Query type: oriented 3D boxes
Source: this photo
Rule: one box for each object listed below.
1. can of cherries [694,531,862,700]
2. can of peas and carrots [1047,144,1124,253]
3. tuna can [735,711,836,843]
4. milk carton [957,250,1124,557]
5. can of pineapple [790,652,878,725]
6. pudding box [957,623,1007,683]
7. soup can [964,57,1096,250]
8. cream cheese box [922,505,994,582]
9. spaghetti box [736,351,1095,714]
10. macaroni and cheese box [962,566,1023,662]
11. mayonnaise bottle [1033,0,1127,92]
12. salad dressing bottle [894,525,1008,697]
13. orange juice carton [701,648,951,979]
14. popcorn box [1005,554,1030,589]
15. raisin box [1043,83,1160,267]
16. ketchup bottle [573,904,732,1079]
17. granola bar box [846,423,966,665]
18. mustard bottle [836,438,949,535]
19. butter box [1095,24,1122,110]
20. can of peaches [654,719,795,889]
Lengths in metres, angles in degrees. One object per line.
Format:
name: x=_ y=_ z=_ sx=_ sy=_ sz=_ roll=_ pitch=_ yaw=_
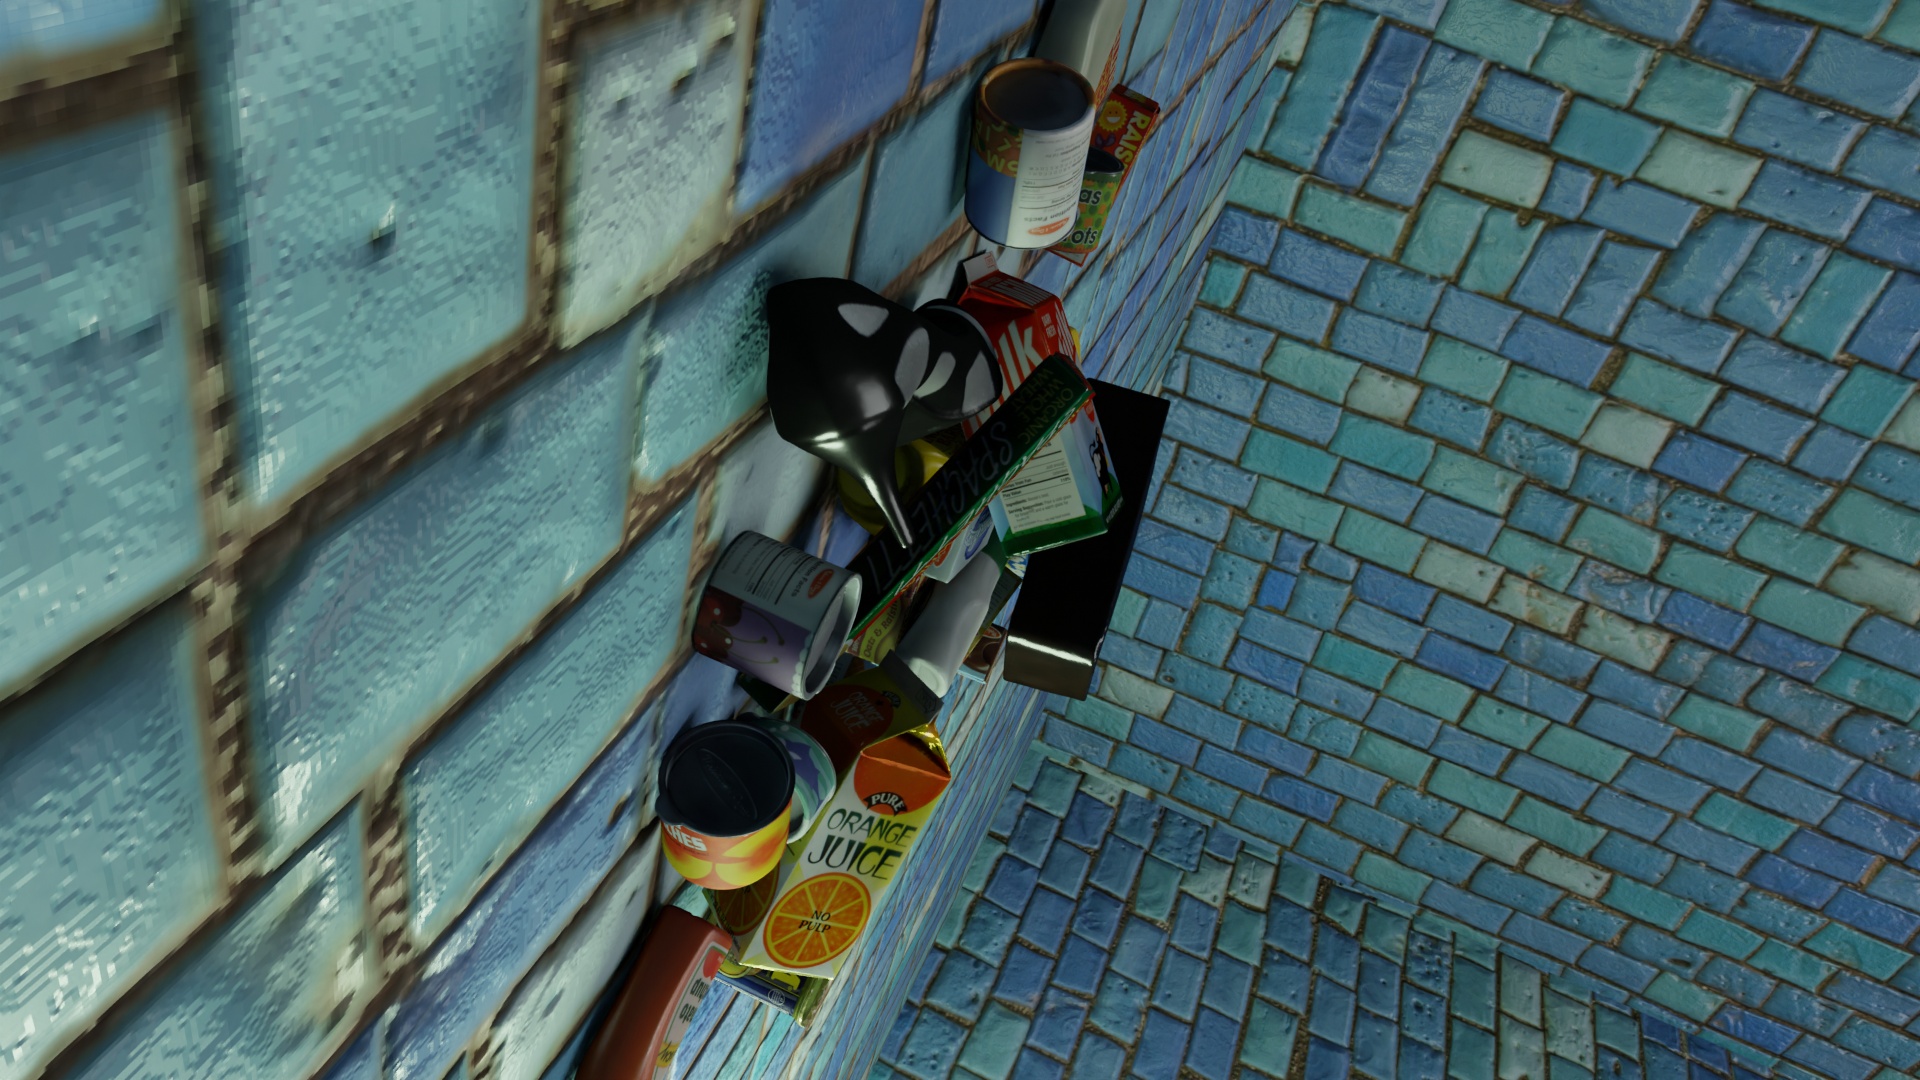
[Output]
can of cherries: x=-0.088 y=0.038 z=0.670 sx=0.071 sy=0.058 sz=0.071 roll=19 pitch=93 yaw=-82
can of peas and carrots: x=0.069 y=-0.228 z=0.916 sx=0.071 sy=0.071 sz=0.058 roll=-53 pitch=163 yaw=-58
tuna can: x=-0.107 y=0.132 z=0.770 sx=0.033 sy=0.071 sz=0.070 roll=-55 pitch=164 yaw=-52
milk carton: x=0.041 y=-0.094 z=0.908 sx=0.072 sy=0.073 sz=0.190 roll=-47 pitch=120 yaw=-67
can of pineapple: x=-0.070 y=0.110 z=0.911 sx=0.071 sy=0.071 sz=0.058 roll=74 pitch=39 yaw=-75
pudding box: x=-0.007 y=0.082 z=1.163 sx=0.030 sy=0.084 sz=0.050 roll=65 pitch=47 yaw=-79
soup can: x=0.036 y=-0.217 z=0.775 sx=0.083 sy=0.071 sz=0.072 roll=97 pitch=17 yaw=-56
cream cheese box: x=0.003 y=-0.012 z=0.933 sx=0.104 sy=0.024 sz=0.053 roll=-43 pitch=155 yaw=-68
spaghetti box: x=-0.023 y=-0.003 z=0.752 sx=0.249 sy=0.029 sz=0.050 roll=-46 pitch=174 yaw=9
macaroni and cheese box: x=-0.030 y=0.098 z=1.053 sx=0.167 sy=0.040 sz=0.123 roll=-52 pitch=180 yaw=-30
mayonnaise bottle: x=0.056 y=-0.266 z=0.844 sx=0.065 sy=0.041 sz=0.148 roll=-13 pitch=126 yaw=-77
salad dressing bottle: x=-0.002 y=0.043 z=0.980 sx=0.064 sy=0.044 sz=0.148 roll=102 pitch=13 yaw=-48
orange juice carton: x=-0.073 y=0.161 z=0.838 sx=0.192 sy=0.073 sz=0.072 roll=-60 pitch=-143 yaw=8
popcorn box: x=0.020 y=-0.009 z=1.097 sx=0.126 sy=0.085 sz=0.038 roll=87 pitch=24 yaw=-69
raisin box: x=0.104 y=-0.272 z=1.032 sx=0.086 sy=0.040 sz=0.123 roll=-65 pitch=-179 yaw=-68
ketchup bottle: x=-0.178 y=0.277 z=0.760 sx=0.064 sy=0.043 sz=0.149 roll=92 pitch=22 yaw=-66
granola bar box: x=-0.026 y=-0.009 z=0.976 sx=0.125 sy=0.039 sz=0.164 roll=-53 pitch=163 yaw=-59
mustard bottle: x=-0.041 y=-0.035 z=0.802 sx=0.065 sy=0.049 sz=0.160 roll=-63 pitch=170 yaw=-2
butter box: x=0.088 y=-0.330 z=0.928 sx=0.103 sy=0.024 sz=0.053 roll=90 pitch=24 yaw=-66
can of peaches: x=-0.120 y=0.134 z=0.697 sx=0.057 sy=0.071 sz=0.071 roll=102 pitch=13 yaw=-49
